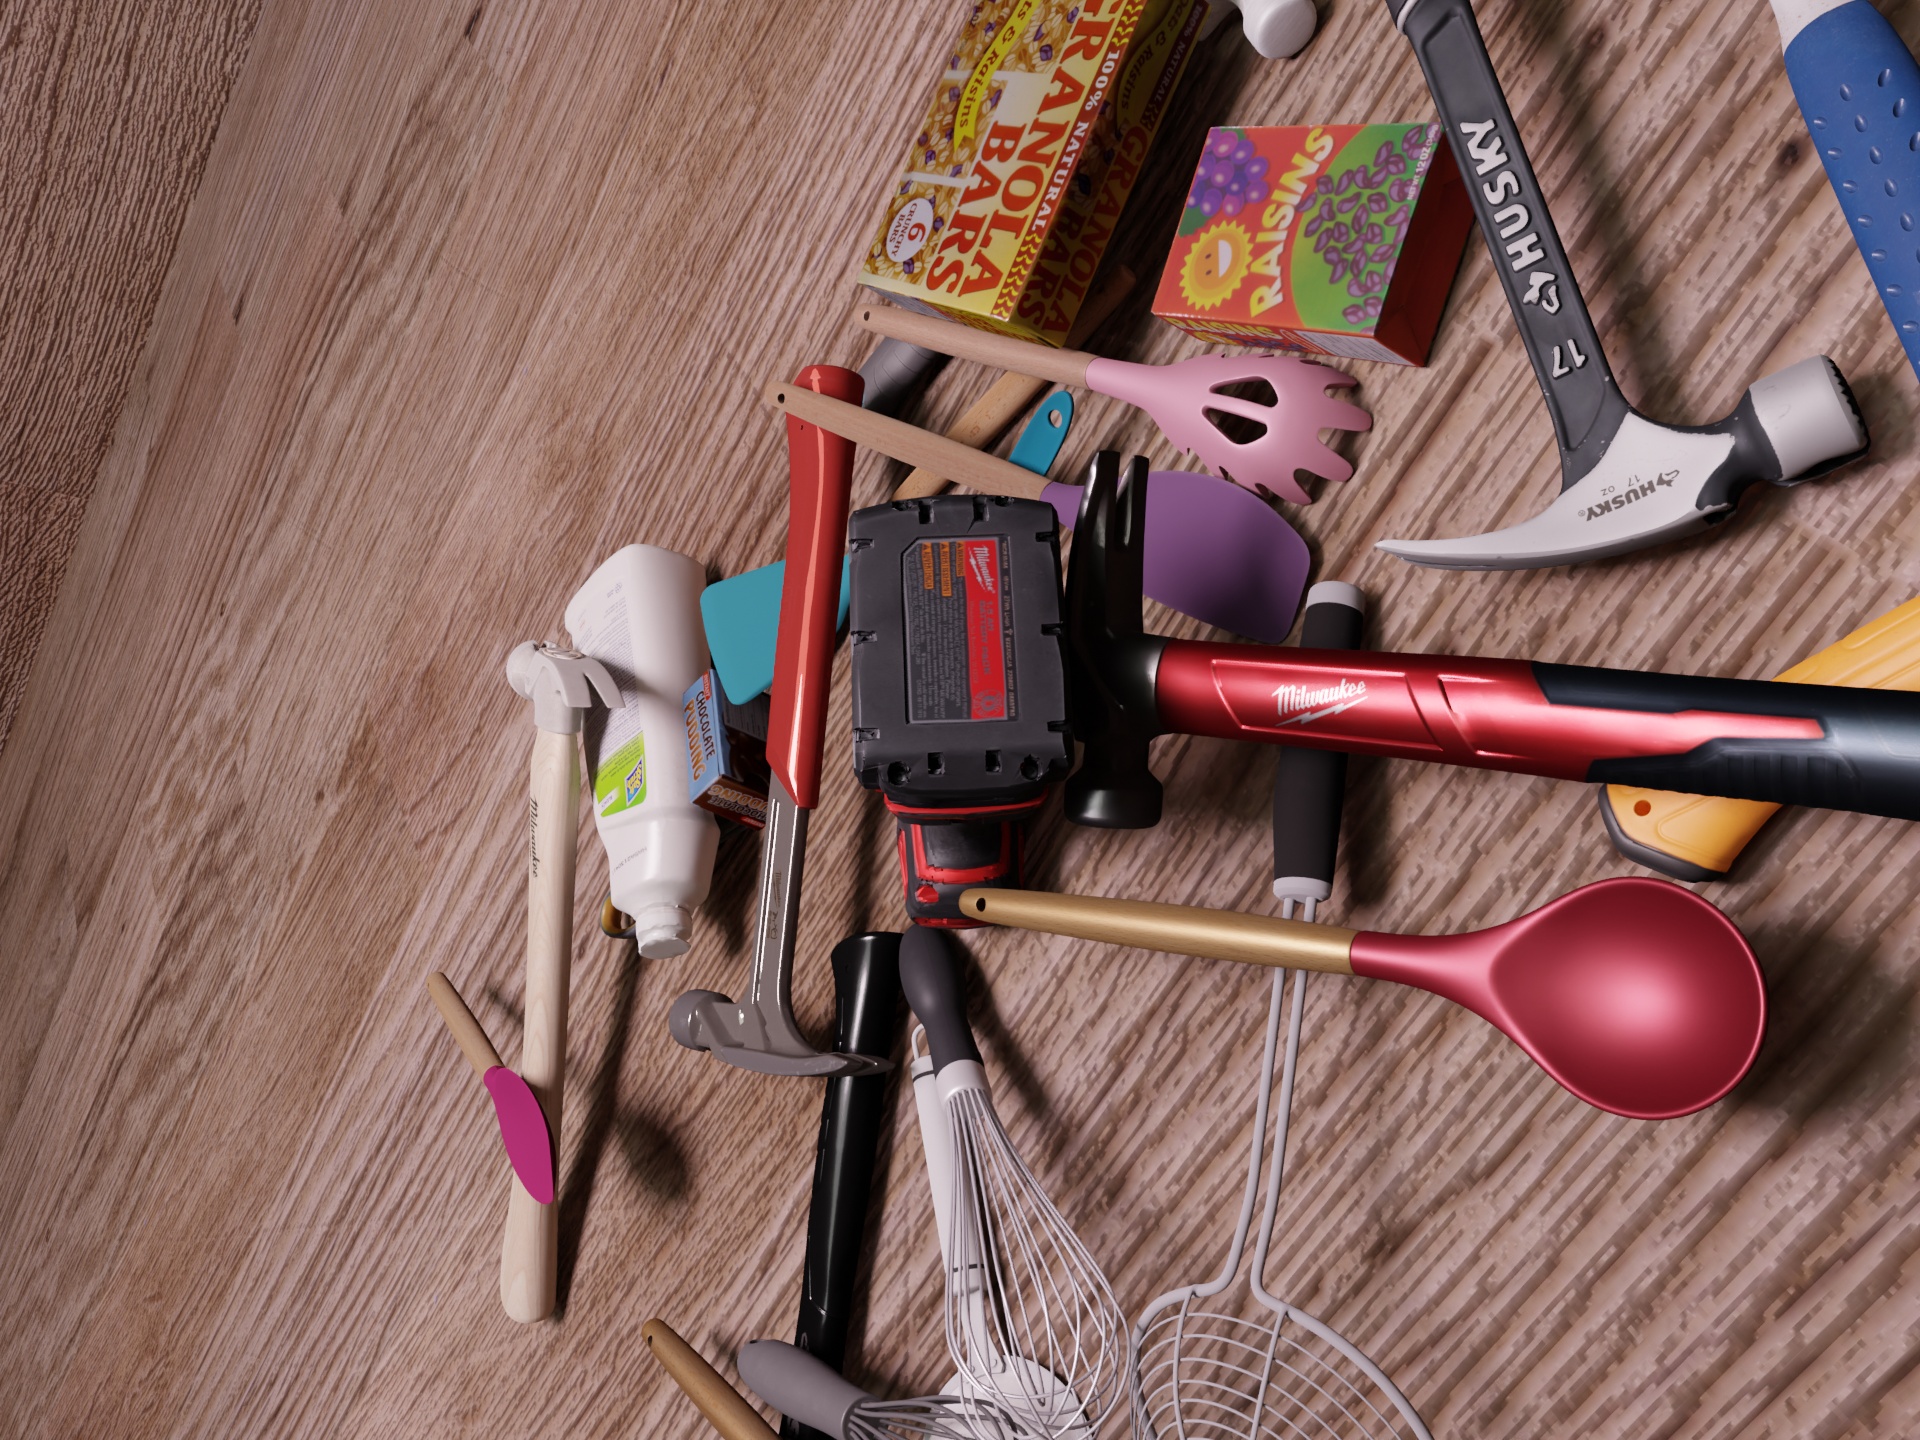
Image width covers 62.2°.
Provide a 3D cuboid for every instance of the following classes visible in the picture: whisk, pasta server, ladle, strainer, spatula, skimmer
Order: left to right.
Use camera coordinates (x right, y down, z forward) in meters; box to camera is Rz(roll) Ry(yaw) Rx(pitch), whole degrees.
[{"bbox_3d":[-0.038,0.291,0.664,0.239,0.055,0.055,-12,71,58],"label":"whisk"},{"bbox_3d":[-0.027,-0.124,0.828,0.317,0.044,0.082,-42,54,33],"label":"spatula"},{"bbox_3d":[0.003,0.254,0.697,0.087,0.050,0.259,-28,55,24],"label":"strainer"},{"bbox_3d":[0.009,0.178,0.662,0.070,0.070,0.285,-57,26,22],"label":"whisk"},{"bbox_3d":[0.021,-0.112,0.730,0.316,0.018,0.059,26,112,34],"label":"spatula"},{"bbox_3d":[0.050,-0.163,0.737,0.316,0.040,0.060,28,101,46],"label":"pasta server"},{"bbox_3d":[0.113,0.078,0.544,0.315,0.031,0.069,1,81,45],"label":"ladle"},{"bbox_3d":[0.133,0.129,0.585,0.127,0.090,0.363,-7,64,44],"label":"skimmer"}]

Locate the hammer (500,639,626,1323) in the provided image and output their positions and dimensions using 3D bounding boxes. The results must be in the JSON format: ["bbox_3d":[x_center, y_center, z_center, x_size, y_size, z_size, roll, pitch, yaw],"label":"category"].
[{"bbox_3d":[-0.243,0.164,0.941,0.146,0.038,0.410,21,109,61],"label":"hammer"}]

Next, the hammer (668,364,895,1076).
[{"bbox_3d":[-0.076,-0.005,0.803,0.149,0.036,0.359,-3,78,46],"label":"hammer"}]

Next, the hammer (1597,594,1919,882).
[{"bbox_3d":[0.315,-0.058,0.419,0.337,0.034,0.127,-40,53,36],"label":"hammer"}]

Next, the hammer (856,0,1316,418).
[{"bbox_3d":[0.033,-0.258,0.803,0.331,0.033,0.128,-45,50,32],"label":"hammer"}]

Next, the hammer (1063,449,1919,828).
[{"bbox_3d":[0.186,-0.015,0.486,0.386,0.038,0.143,7,97,44],"label":"hammer"}]

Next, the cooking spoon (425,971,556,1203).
[{"bbox_3d":[-0.288,0.207,0.968,0.319,0.017,0.068,20,114,59],"label":"cooking spoon"}]

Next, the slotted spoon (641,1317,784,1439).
[{"bbox_3d":[-0.072,0.342,0.713,0.314,0.031,0.070,14,90,53],"label":"slotted spoon"}]

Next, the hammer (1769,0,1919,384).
[{"bbox_3d":[0.268,-0.223,0.488,0.144,0.035,0.406,-31,52,40],"label":"hammer"}]

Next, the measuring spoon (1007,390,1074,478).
[{"bbox_3d":[0.029,-0.105,0.756,0.042,0.021,0.128,48,133,20],"label":"measuring spoon"}]

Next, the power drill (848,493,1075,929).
[{"bbox_3d":[-0.001,-0.002,0.667,0.219,0.078,0.143,90,177,-71],"label":"power drill"}]

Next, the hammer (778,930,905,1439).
[{"bbox_3d":[-0.060,0.269,0.769,0.146,0.035,0.335,0,80,50],"label":"hammer"}]

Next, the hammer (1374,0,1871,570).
[{"bbox_3d":[0.171,-0.243,0.576,0.149,0.036,0.409,-25,69,32],"label":"hammer"}]
